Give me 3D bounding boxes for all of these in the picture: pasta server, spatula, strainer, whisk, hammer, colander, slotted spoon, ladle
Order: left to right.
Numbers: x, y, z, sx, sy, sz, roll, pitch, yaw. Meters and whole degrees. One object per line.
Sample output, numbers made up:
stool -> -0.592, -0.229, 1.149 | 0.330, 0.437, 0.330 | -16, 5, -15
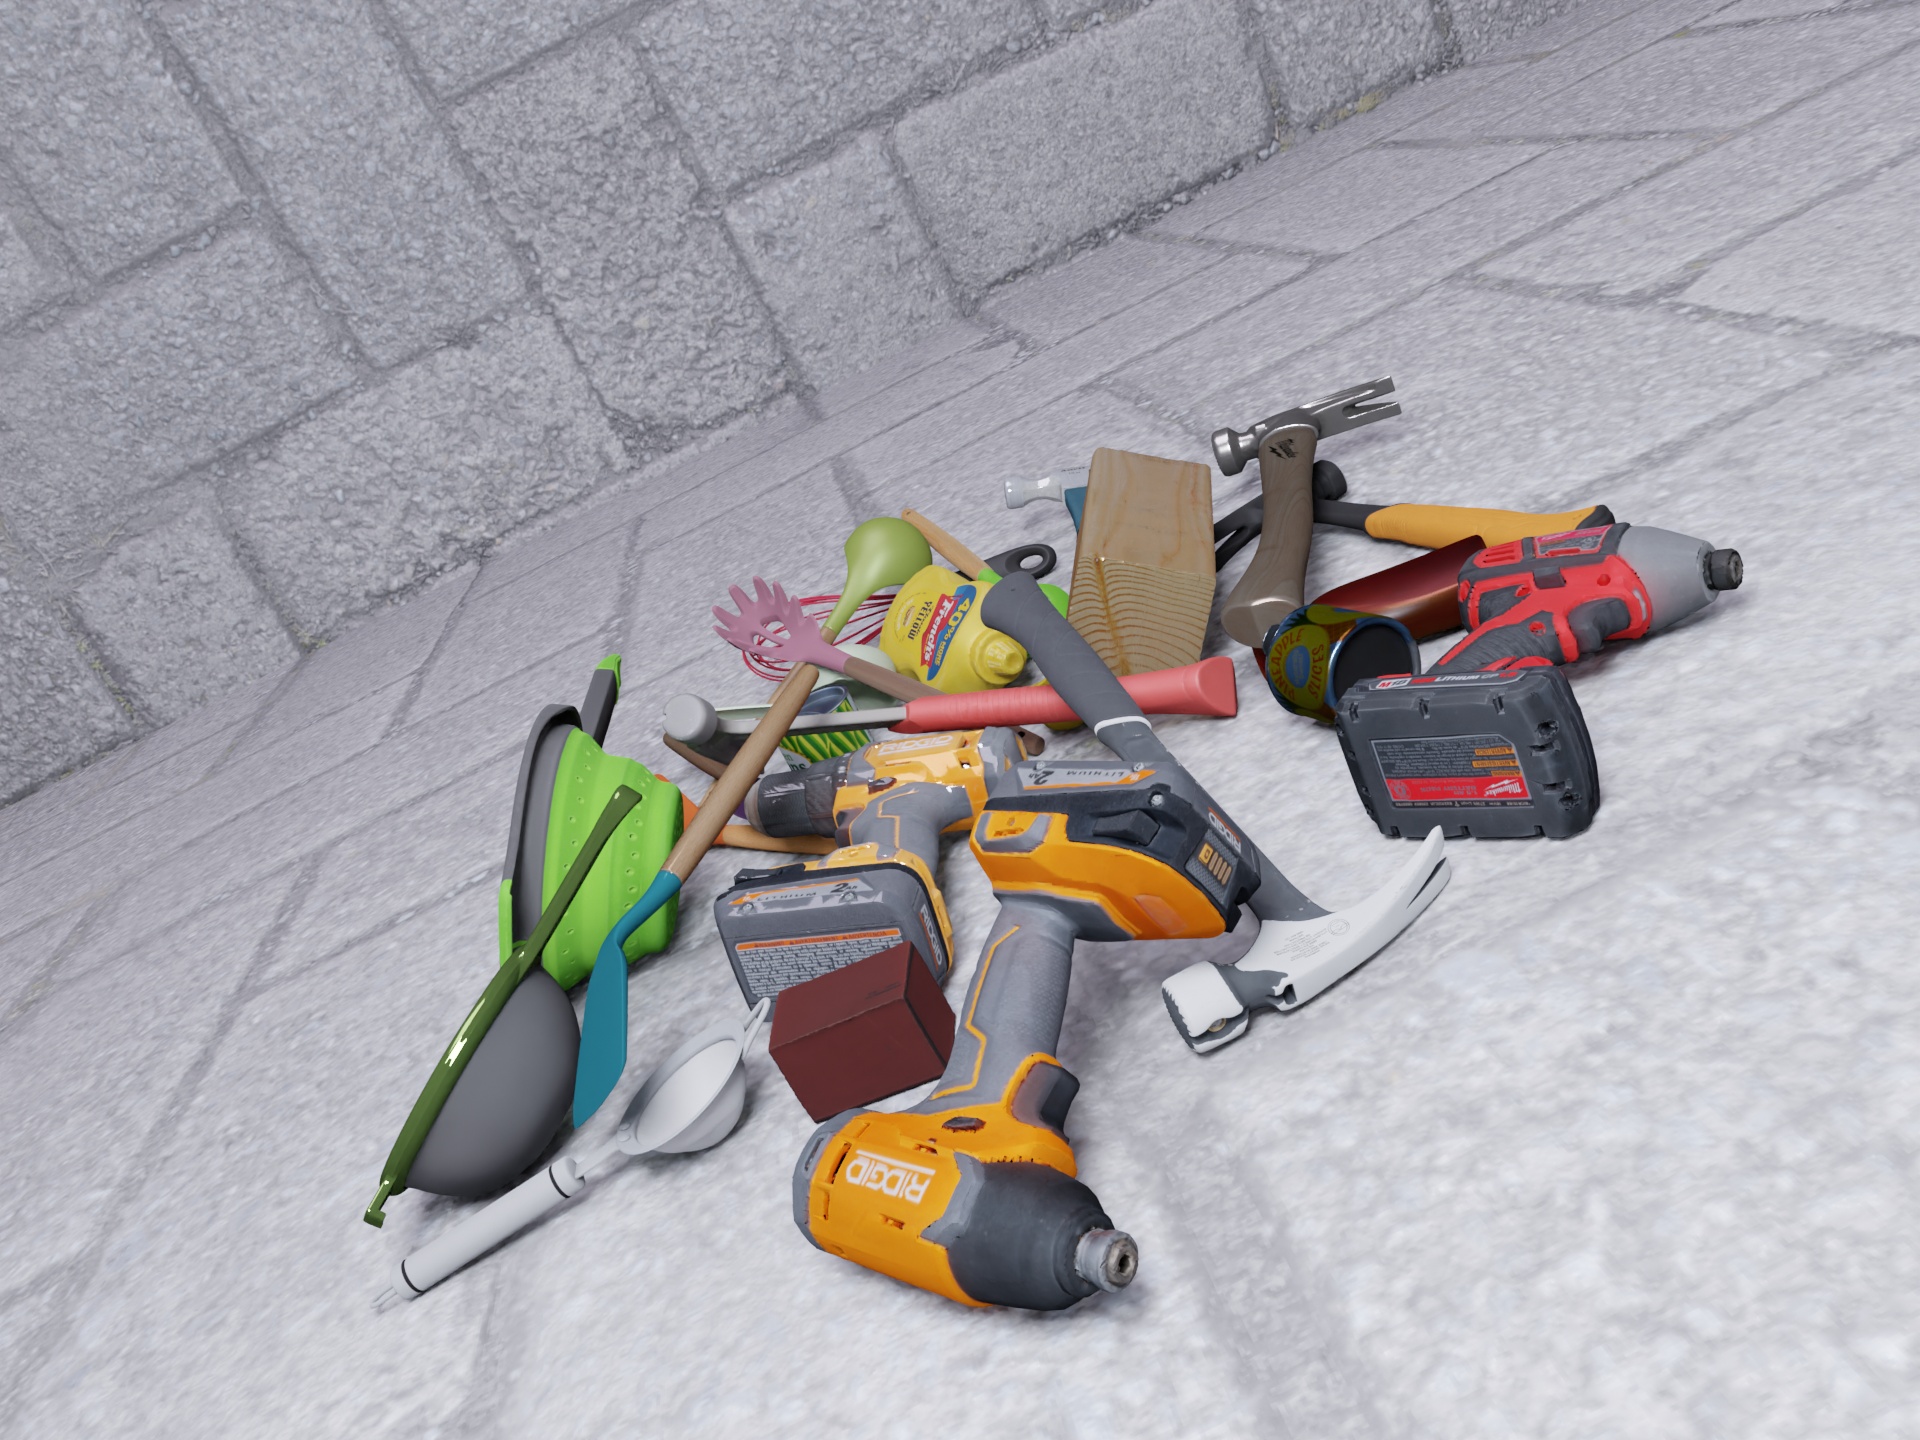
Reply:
strainer -> -0.222, 0.158, 0.870 | 0.256, 0.069, 0.151 | -59, 4, 5
strainer -> -0.193, 0.229, 0.813 | 0.258, 0.050, 0.087 | -33, 18, 1
colander -> -0.236, 0.055, 1.113 | 0.094, 0.204, 0.397 | 4, 28, -5
spatula -> -0.141, 0.077, 0.888 | 0.082, 0.044, 0.318 | -48, 10, 47
spatula -> -0.175, 0.040, 1.186 | 0.059, 0.018, 0.316 | -11, 14, -24
spatula -> -0.153, 0.075, 1.126 | 0.323, 0.041, 0.081 | -1, 28, 47
ladle -> -0.121, -0.047, 1.306 | 0.320, 0.078, 0.062 | -58, -12, -25
pasta server -> -0.064, -0.036, 1.146 | 0.316, 0.040, 0.060 | 24, 69, 38
whisk -> -0.056, -0.100, 1.402 | 0.296, 0.073, 0.073 | -18, 22, 10
hammer -> -0.002, -0.003, 1.032 | 0.359, 0.037, 0.149 | -5, -12, 15
slotted spoon -> 0.009, -0.128, 1.335 | 0.070, 0.031, 0.314 | -34, 33, -6
hammer -> 0.110, -0.150, 1.318 | 0.128, 0.033, 0.331 | -8, 26, 1
hammer -> 0.100, 0.011, 0.857 | 0.149, 0.036, 0.409 | -26, 34, -6
hammer -> 0.233, -0.150, 1.093 | 0.146, 0.038, 0.411 | -16, 21, 20
hammer -> 0.300, -0.131, 1.075 | 0.127, 0.034, 0.337 | -32, 21, -16

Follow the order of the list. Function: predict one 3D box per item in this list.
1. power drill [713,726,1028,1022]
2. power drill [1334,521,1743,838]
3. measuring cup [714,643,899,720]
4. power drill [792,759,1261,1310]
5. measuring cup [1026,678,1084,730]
power drill -> -0.068, 0.079, 0.930 | 0.185, 0.084, 0.226 | -8, 24, 19
power drill -> 0.294, -0.032, 0.798 | 0.143, 0.078, 0.220 | -4, 28, 45
measuring cup -> -0.130, -0.026, 1.238 | 0.167, 0.083, 0.038 | -6, 66, 7
power drill -> 0.039, 0.128, 0.654 | 0.164, 0.084, 0.227 | -1, 53, 48
measuring cup -> 0.041, -0.004, 1.108 | 0.156, 0.029, 0.062 | -18, 21, 40
